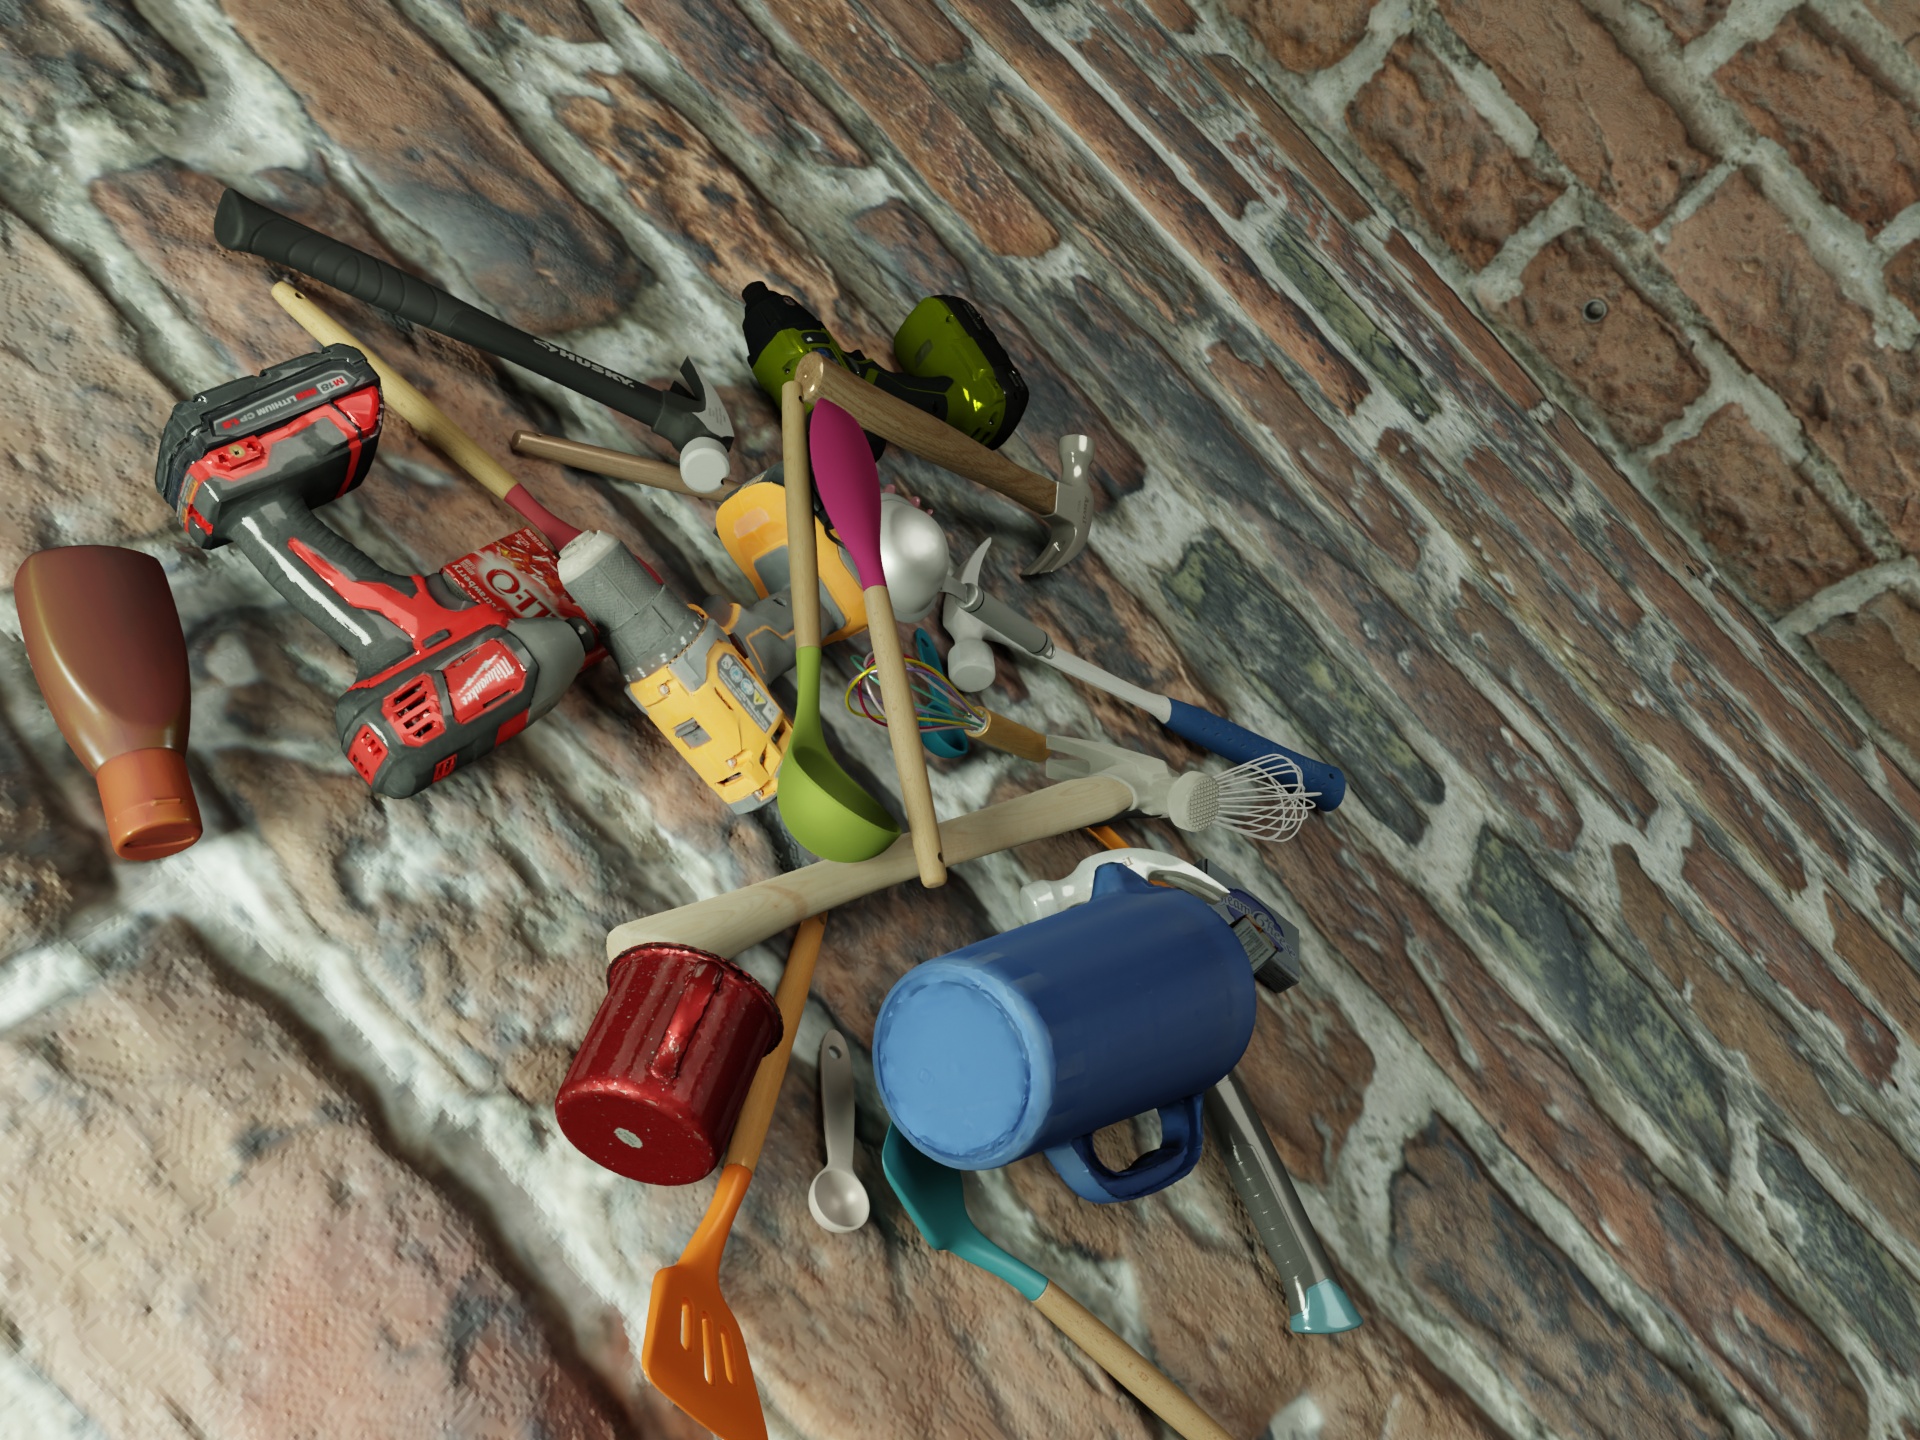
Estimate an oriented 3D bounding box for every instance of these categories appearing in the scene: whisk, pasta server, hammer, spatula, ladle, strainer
[{"bbox_3d":[-0.003,-0.002,1.053,0.051,0.047,0.244,27,2,32],"label":"whisk"},{"bbox_3d":[-0.156,-0.165,1.099,0.316,0.040,0.060,9,26,-38],"label":"pasta server"},{"bbox_3d":[0.173,0.060,1.198,0.284,0.070,0.070,1,56,-42],"label":"whisk"},{"bbox_3d":[-0.029,0.077,0.955,0.410,0.146,0.038,-15,111,-40],"label":"hammer"},{"bbox_3d":[0.068,0.321,0.861,0.317,0.044,0.082,43,26,-8],"label":"spatula"},{"bbox_3d":[0.155,-0.018,1.273,0.405,0.035,0.144,24,42,-28],"label":"hammer"},{"bbox_3d":[-0.292,-0.156,0.966,0.315,0.031,0.069,41,33,-4],"label":"ladle"},{"bbox_3d":[0.162,0.234,1.019,0.128,0.033,0.331,-20,74,-17],"label":"hammer"},{"bbox_3d":[0.003,-0.088,1.078,0.258,0.050,0.087,28,59,-54],"label":"strainer"},{"bbox_3d":[-0.099,0.206,0.804,0.081,0.041,0.323,49,31,-26],"label":"spatula"},{"bbox_3d":[-0.002,-0.202,1.214,0.331,0.031,0.130,17,73,-48],"label":"hammer"},{"bbox_3d":[-0.080,-0.068,0.933,0.078,0.062,0.320,30,48,-53],"label":"ladle"},{"bbox_3d":[-0.303,-0.250,1.018,0.334,0.035,0.146,22,27,-24],"label":"hammer"}]

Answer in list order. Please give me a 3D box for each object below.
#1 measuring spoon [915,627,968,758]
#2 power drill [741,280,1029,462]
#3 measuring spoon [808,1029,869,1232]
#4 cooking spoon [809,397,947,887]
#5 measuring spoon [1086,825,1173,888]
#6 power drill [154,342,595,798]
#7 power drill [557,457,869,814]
[{"bbox_3d":[-0.023,-0.019,1.118,0.042,0.021,0.129,35,27,-36],"label":"measuring spoon"},{"bbox_3d":[-0.064,-0.279,1.268,0.223,0.080,0.171,-14,68,-47],"label":"power drill"},{"bbox_3d":[-0.069,0.219,0.849,0.034,0.018,0.124,26,34,-26],"label":"measuring spoon"},{"bbox_3d":[-0.045,-0.054,0.935,0.068,0.017,0.319,20,51,-53],"label":"cooking spoon"},{"bbox_3d":[0.115,0.097,1.150,0.117,0.011,0.021,43,30,0],"label":"measuring spoon"},{"bbox_3d":[-0.298,-0.078,0.827,0.143,0.078,0.219,-37,88,-39],"label":"power drill"},{"bbox_3d":[-0.139,-0.077,0.972,0.185,0.084,0.226,52,36,-21],"label":"power drill"}]
